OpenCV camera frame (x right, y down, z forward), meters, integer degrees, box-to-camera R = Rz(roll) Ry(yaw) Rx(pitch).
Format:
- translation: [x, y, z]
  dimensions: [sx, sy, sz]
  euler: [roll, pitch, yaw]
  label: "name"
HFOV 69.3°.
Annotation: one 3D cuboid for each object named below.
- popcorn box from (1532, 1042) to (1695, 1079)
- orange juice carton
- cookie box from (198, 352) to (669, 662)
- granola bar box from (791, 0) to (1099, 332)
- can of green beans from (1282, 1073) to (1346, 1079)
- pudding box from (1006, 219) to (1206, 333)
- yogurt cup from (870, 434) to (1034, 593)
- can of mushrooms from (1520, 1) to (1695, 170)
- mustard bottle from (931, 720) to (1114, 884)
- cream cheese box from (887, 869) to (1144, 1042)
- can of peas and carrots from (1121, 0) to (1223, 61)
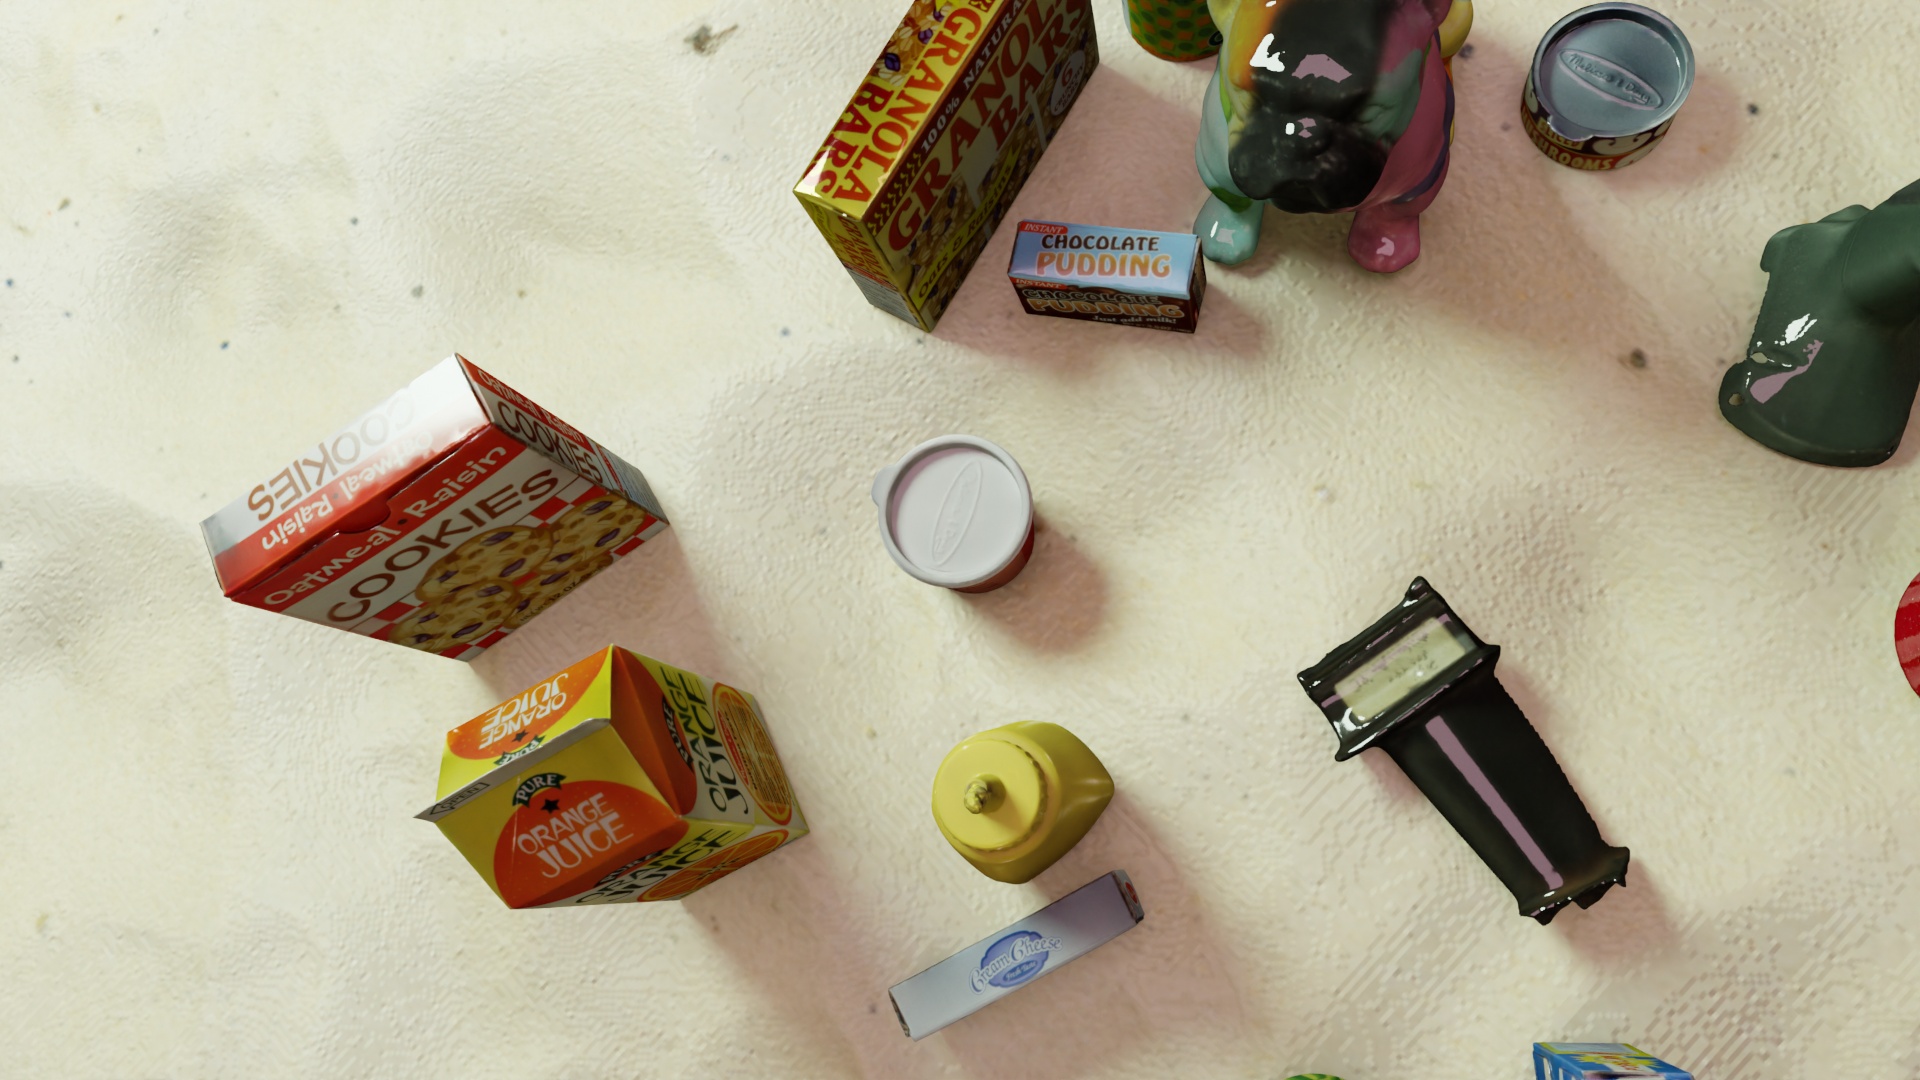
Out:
- translation: [0.237, 0.248, 0.488]
  dimensions: [0.038, 0.085, 0.127]
  euler: [-6, 75, 11]
  label: "popcorn box"
- translation: [-0.131, 0.096, 0.547]
  dimensions: [0.072, 0.192, 0.073]
  euler: [-28, 73, 4]
  label: "orange juice carton"
- translation: [-0.217, -0.006, 0.603]
  dimensions: [0.123, 0.167, 0.040]
  euler: [-34, 73, 2]
  label: "cookie box"
- translation: [0.001, -0.190, 0.626]
  dimensions: [0.039, 0.124, 0.165]
  euler: [30, 84, 17]
  label: "granola bar box"
- translation: [0.138, 0.240, 0.525]
  dimensions: [0.071, 0.057, 0.071]
  euler: [-3, 76, 11]
  label: "can of green beans"
- translation: [0.068, -0.121, 0.634]
  dimensions: [0.084, 0.049, 0.030]
  euler: [9, 79, 14]
  label: "pudding box"
- translation: [0.002, -0.008, 0.617]
  dimensions: [0.072, 0.054, 0.072]
  euler: [-3, 76, 11]
  label: "yogurt cup"
- translation: [0.284, -0.199, 0.617]
  dimensions: [0.071, 0.033, 0.071]
  euler: [-3, 76, 11]
  label: "can of mushrooms"
- translation: [0.020, 0.098, 0.531]
  dimensions: [0.065, 0.160, 0.049]
  euler: [-45, 72, -1]
  label: "mustard bottle"
- translation: [0.025, 0.169, 0.569]
  dimensions: [0.104, 0.053, 0.024]
  euler: [-29, 73, 4]
  label: "cream cheese box"
- translation: [0.109, -0.271, 0.658]
  dimensions: [0.071, 0.058, 0.071]
  euler: [-3, 76, 11]
  label: "can of peas and carrots"
